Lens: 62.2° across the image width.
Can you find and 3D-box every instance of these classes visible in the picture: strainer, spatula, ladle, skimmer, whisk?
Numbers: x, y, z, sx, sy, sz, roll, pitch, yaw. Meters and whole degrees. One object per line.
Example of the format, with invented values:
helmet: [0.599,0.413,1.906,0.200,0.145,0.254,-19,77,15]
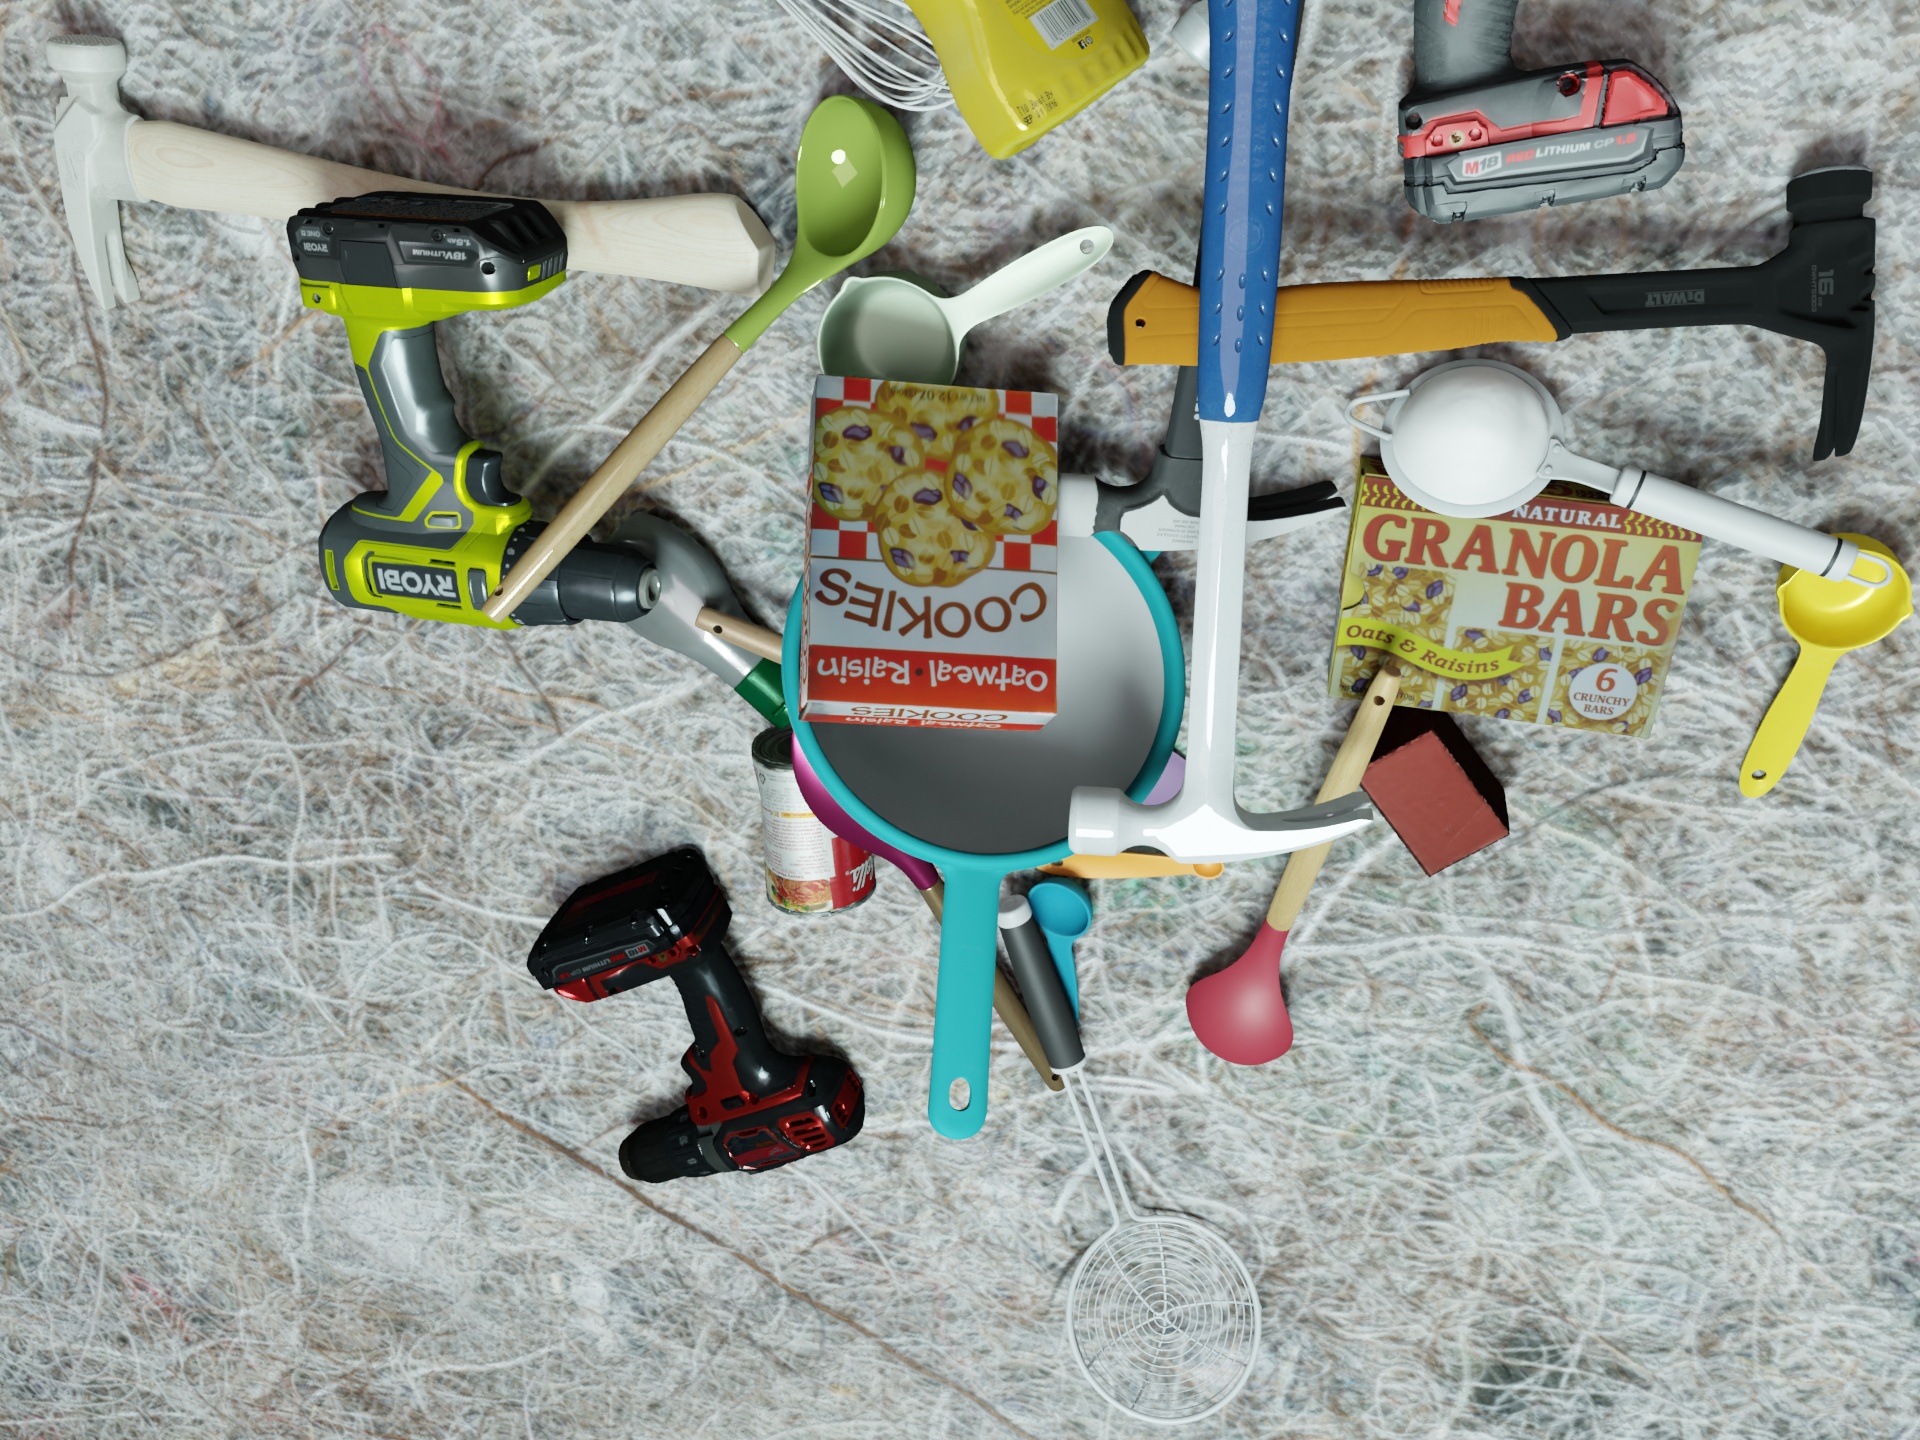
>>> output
strainer: [0.307,-0.115,0.750,0.258,0.050,0.087,23,78,13]
spatula: [-0.001,-0.003,0.912,0.316,0.018,0.059,21,116,-6]
ladle: [-0.138,-0.175,0.793,0.320,0.062,0.078,-47,54,4]
strainer: [0.002,0.043,0.837,0.211,0.095,0.340,6,78,-10]
skimmer: [0.092,0.278,0.995,0.127,0.090,0.363,-20,112,0]
whisk: [-0.099,-0.368,0.765,0.246,0.058,0.059,31,85,1]
ladle: [0.187,0.094,0.886,0.069,0.031,0.315,25,131,14]

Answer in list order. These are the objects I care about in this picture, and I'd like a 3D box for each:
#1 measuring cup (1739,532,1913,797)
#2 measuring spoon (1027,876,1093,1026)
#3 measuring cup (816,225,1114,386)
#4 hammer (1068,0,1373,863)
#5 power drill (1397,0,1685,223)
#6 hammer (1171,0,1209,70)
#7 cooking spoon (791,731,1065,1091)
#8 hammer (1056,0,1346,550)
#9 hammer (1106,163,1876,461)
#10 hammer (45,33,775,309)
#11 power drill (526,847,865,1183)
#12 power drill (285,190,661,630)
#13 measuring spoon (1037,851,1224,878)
measuring cup: [0.427,-0.027,0.808,0.062,0.029,0.156,11,130,9]
measuring spoon: [0.066,0.146,0.990,0.042,0.021,0.128,12,128,23]
measuring cup: [0.005,-0.213,0.815,0.167,0.038,0.083,-23,108,21]
hammer: [0.125,-0.123,0.708,0.144,0.035,0.405,2,110,7]
power drill: [0.246,-0.334,0.673,0.143,0.078,0.219,-5,111,17]
hammer: [0.040,-0.450,0.691,0.331,0.033,0.128,43,119,-8]
cooking spoon: [-0.007,0.115,0.960,0.069,0.017,0.318,-35,118,-8]
hammer: [0.133,-0.235,0.742,0.146,0.035,0.334,4,120,-3]
hammer: [0.235,-0.177,0.720,0.337,0.034,0.127,-1,95,4]
hammer: [-0.301,-0.269,0.868,0.410,0.038,0.146,12,119,9]
power drill: [-0.190,0.213,1.056,0.188,0.080,0.226,-21,112,23]
power drill: [-0.258,-0.155,0.848,0.190,0.080,0.228,8,119,13]
measuring spoon: [0.100,0.084,0.953,0.117,0.011,0.021,-1,124,19]
